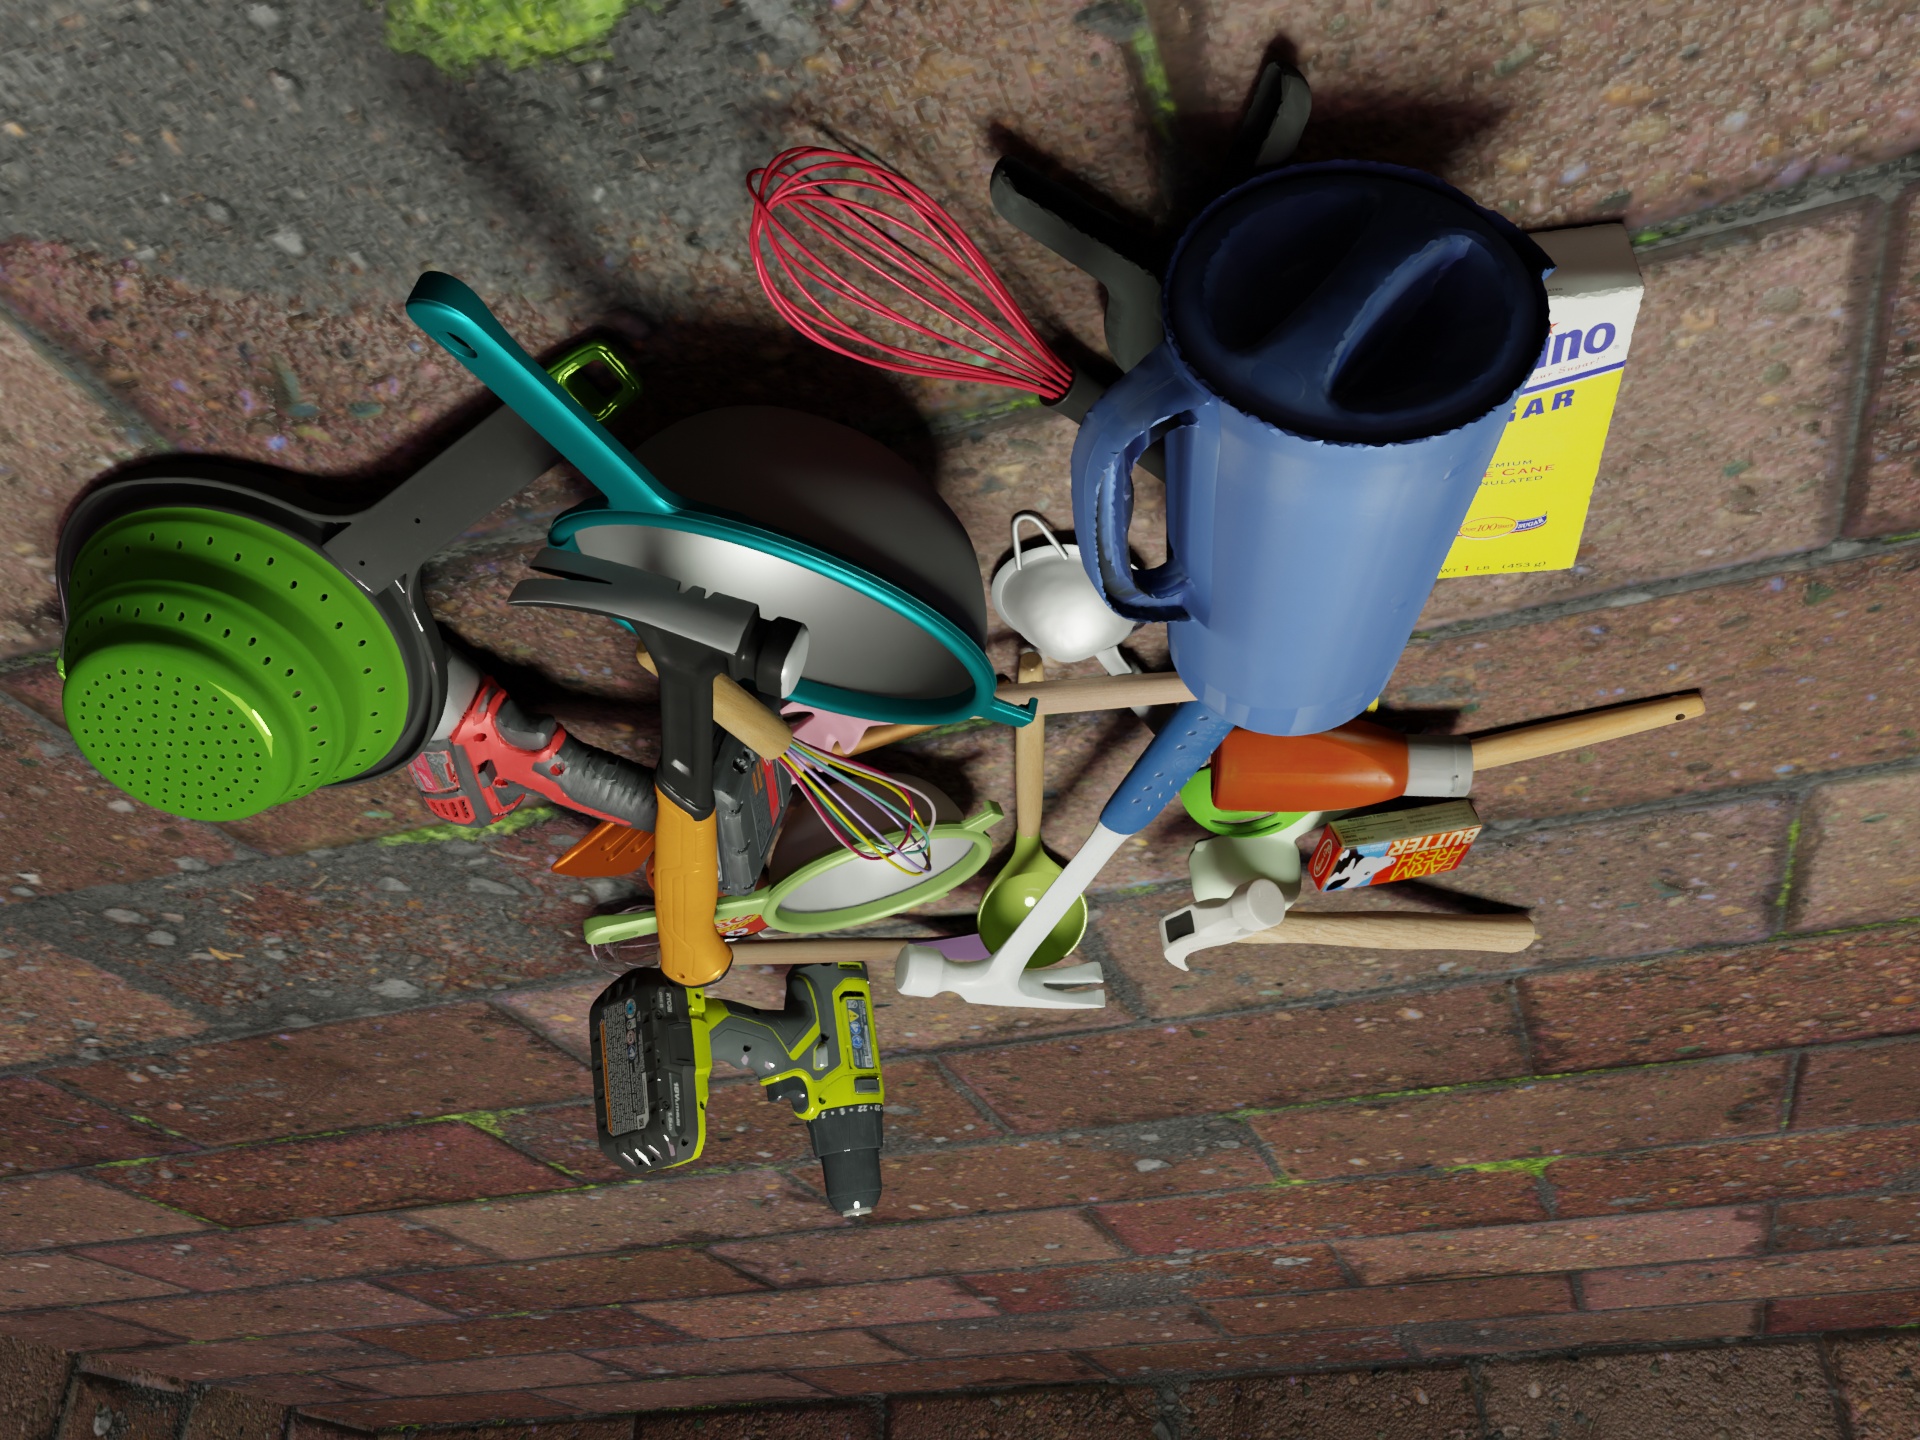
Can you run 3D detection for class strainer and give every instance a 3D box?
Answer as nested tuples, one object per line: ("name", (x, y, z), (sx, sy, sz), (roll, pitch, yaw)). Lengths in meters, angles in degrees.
("strainer", (-0.109, 0.083, 0.985), (0.256, 0.069, 0.151), (-9, 157, -21))
("strainer", (0.090, -0.027, 0.884), (0.087, 0.050, 0.258), (-11, 149, 26))
("strainer", (-0.099, -0.107, 0.678), (0.211, 0.095, 0.340), (9, 160, 30))

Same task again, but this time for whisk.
("whisk", (-0.084, 0.019, 0.837), (0.051, 0.047, 0.244), (6, 156, 39))
("whisk", (-0.151, 0.147, 1.148), (0.246, 0.058, 0.059), (-11, 115, 10))
("whisk", (0.028, -0.151, 0.675), (0.295, 0.073, 0.073), (22, 141, -38))

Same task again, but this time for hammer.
("hammer", (0.095, 0.067, 0.951), (0.144, 0.035, 0.405), (11, 139, -19))
("hammer", (0.273, 0.143, 1.087), (0.331, 0.031, 0.130), (6, 158, -33))
("hammer", (-0.146, 0.045, 0.803), (0.127, 0.034, 0.336), (17, 144, 4))

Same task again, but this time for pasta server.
("pasta server", (-0.001, -0.003, 0.872), (0.316, 0.040, 0.060), (-4, 139, 29))

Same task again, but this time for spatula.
("spatula", (-0.064, 0.166, 1.152), (0.315, 0.018, 0.059), (2, 151, -26))
("spatula", (-0.110, 0.036, 0.979), (0.322, 0.041, 0.081), (-18, 165, 24))

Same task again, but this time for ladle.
("ladle", (0.046, 0.065, 1.004), (0.078, 0.062, 0.319), (-9, 146, -4))

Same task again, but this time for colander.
("colander", (-0.307, -0.052, 0.757), (0.397, 0.095, 0.204), (-28, 119, 27))

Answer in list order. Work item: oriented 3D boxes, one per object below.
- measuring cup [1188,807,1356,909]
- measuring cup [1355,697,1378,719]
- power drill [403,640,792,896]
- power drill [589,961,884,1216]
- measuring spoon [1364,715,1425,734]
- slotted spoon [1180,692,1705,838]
("measuring cup", (0.221, 0.090, 1.061), (0.083, 0.038, 0.167), (19, 144, -27))
("measuring cup", (0.216, -0.032, 0.881), (0.062, 0.029, 0.156), (-11, 146, 16))
("power drill", (-0.213, 0.017, 0.890), (0.219, 0.079, 0.143), (11, 142, 9))
("power drill", (-0.146, 0.265, 1.149), (0.080, 0.191, 0.228), (-26, 154, 39))
("measuring spoon", (0.223, 0.012, 0.968), (0.117, 0.011, 0.021), (-12, 121, 13))
("slotted spoon", (0.288, 0.026, 0.974), (0.314, 0.031, 0.070), (-14, 134, 18))
